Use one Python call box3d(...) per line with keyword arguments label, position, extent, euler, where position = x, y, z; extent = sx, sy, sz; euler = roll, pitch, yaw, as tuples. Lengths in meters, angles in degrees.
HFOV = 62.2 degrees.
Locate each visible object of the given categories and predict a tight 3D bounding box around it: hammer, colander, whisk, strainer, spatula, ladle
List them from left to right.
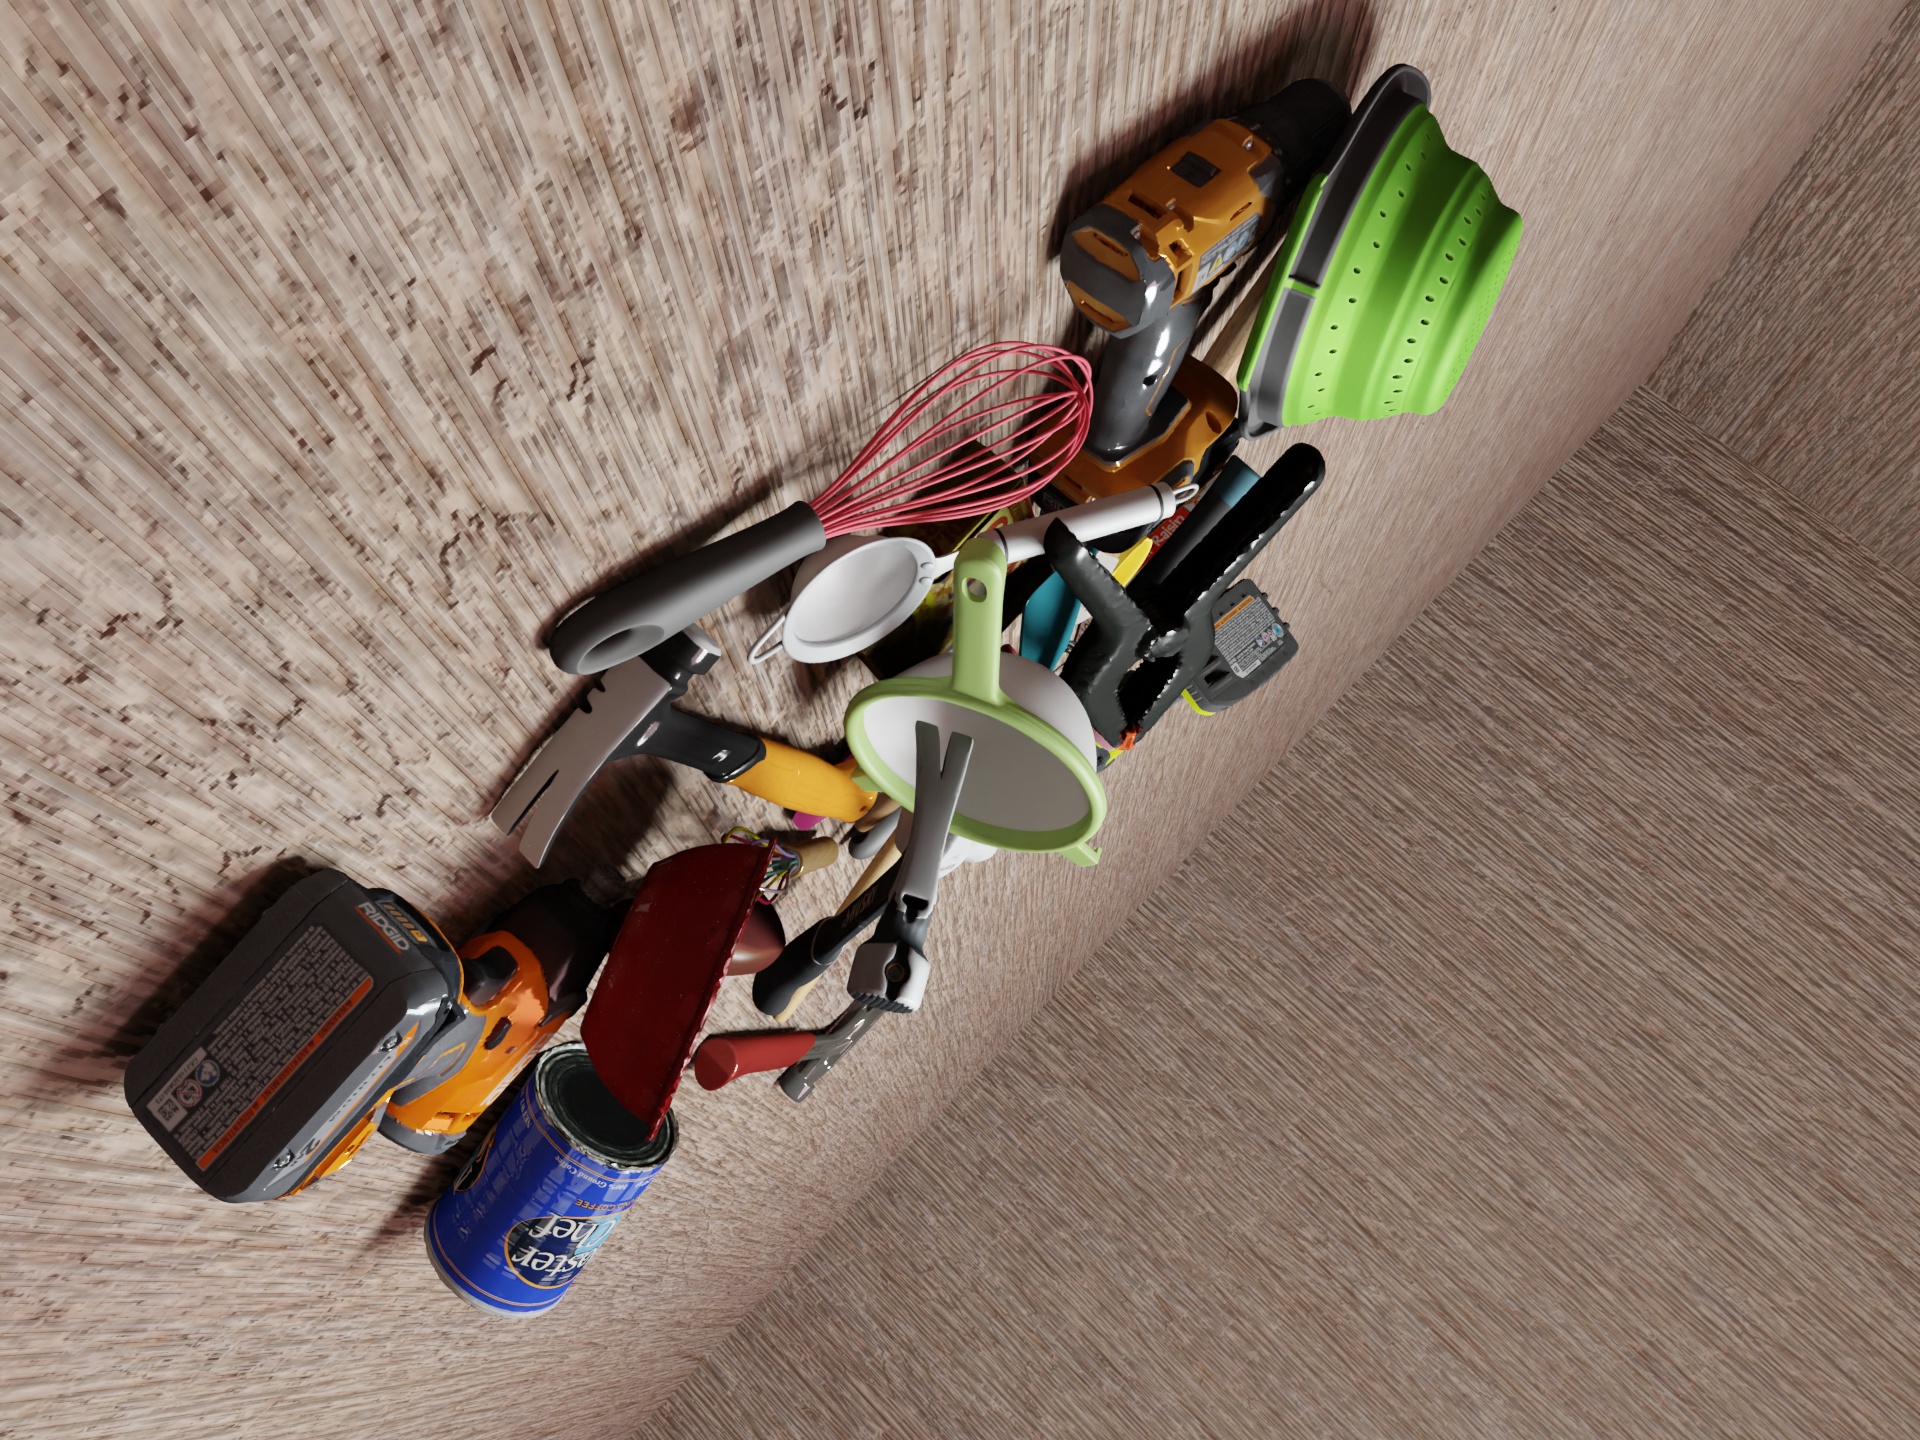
box3d(label="hammer", position=(-0.116, 0.029, 0.847), extent=(0.127, 0.034, 0.336), euler=(-49, 163, 4))
box3d(label="whisk", position=(-0.111, 0.086, 0.982), extent=(0.051, 0.047, 0.245), euler=(-22, 176, 9))
box3d(label="hammer", position=(-0.151, 0.290, 1.427), extent=(0.149, 0.037, 0.359), euler=(-48, 165, 0))
box3d(label="hammer", position=(-0.074, 0.121, 0.939), extent=(0.409, 0.036, 0.149), euler=(134, -28, -66))
box3d(label="whisk", position=(-0.051, -0.095, 0.703), extent=(0.296, 0.073, 0.073), euler=(-32, 160, -26))
box3d(label="ladle", position=(-0.043, 0.084, 1.122), extent=(0.315, 0.031, 0.069), euler=(-56, -164, 5))
box3d(label="spatula", position=(-0.002, -0.003, 1.034), extent=(0.082, 0.044, 0.317), euler=(-43, 180, -42))
box3d(label="whisk", position=(0.009, 0.022, 1.178), extent=(0.239, 0.055, 0.055), euler=(-42, 164, -7))
box3d(label="strainer", position=(0.007, -0.084, 0.794), extent=(0.258, 0.050, 0.086), euler=(-18, 152, -19))
box3d(label="strainer", position=(0.017, -0.024, 0.826), extent=(0.256, 0.151, 0.069), euler=(91, 21, -56))
box3d(label="hammer", position=(0.071, -0.024, 0.957), extent=(0.331, 0.033, 0.128), euler=(-51, 161, 23))
box3d(label="hammer", position=(0.150, -0.202, 0.985), extent=(0.331, 0.031, 0.130), euler=(-56, 151, 14))
box3d(label="colander", position=(0.264, -0.257, 0.907), extent=(0.397, 0.094, 0.204), euler=(-41, 153, -57))

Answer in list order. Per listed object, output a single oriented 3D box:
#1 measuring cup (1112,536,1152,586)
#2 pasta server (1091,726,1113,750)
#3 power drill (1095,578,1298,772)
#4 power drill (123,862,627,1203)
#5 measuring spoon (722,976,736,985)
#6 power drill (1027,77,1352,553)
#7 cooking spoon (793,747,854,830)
box3d(label="measuring cup", position=(0.081, -0.098, 1.097), extent=(0.156, 0.029, 0.062), euler=(-30, 156, -50))
box3d(label="pasta server", position=(0.025, 0.071, 1.244), extent=(0.316, 0.040, 0.060), euler=(-43, -179, 37))
box3d(label="power drill", position=(0.163, -0.019, 1.348), extent=(0.171, 0.080, 0.223), euler=(-36, 180, -44))
box3d(label="power drill", position=(-0.235, 0.123, 0.701), extent=(0.164, 0.084, 0.226), euler=(-48, 169, -1))
box3d(label="measuring spoon", position=(-0.173, 0.197, 1.166), extent=(0.124, 0.018, 0.034), euler=(-33, 159, -46))
box3d(label="power drill", position=(0.119, -0.214, 0.831), extent=(0.185, 0.084, 0.226), euler=(-42, 160, -25))
box3d(label="cooking spoon", position=(0.004, -0.046, 1.043), extent=(0.319, 0.017, 0.068), euler=(-46, 162, -5))
